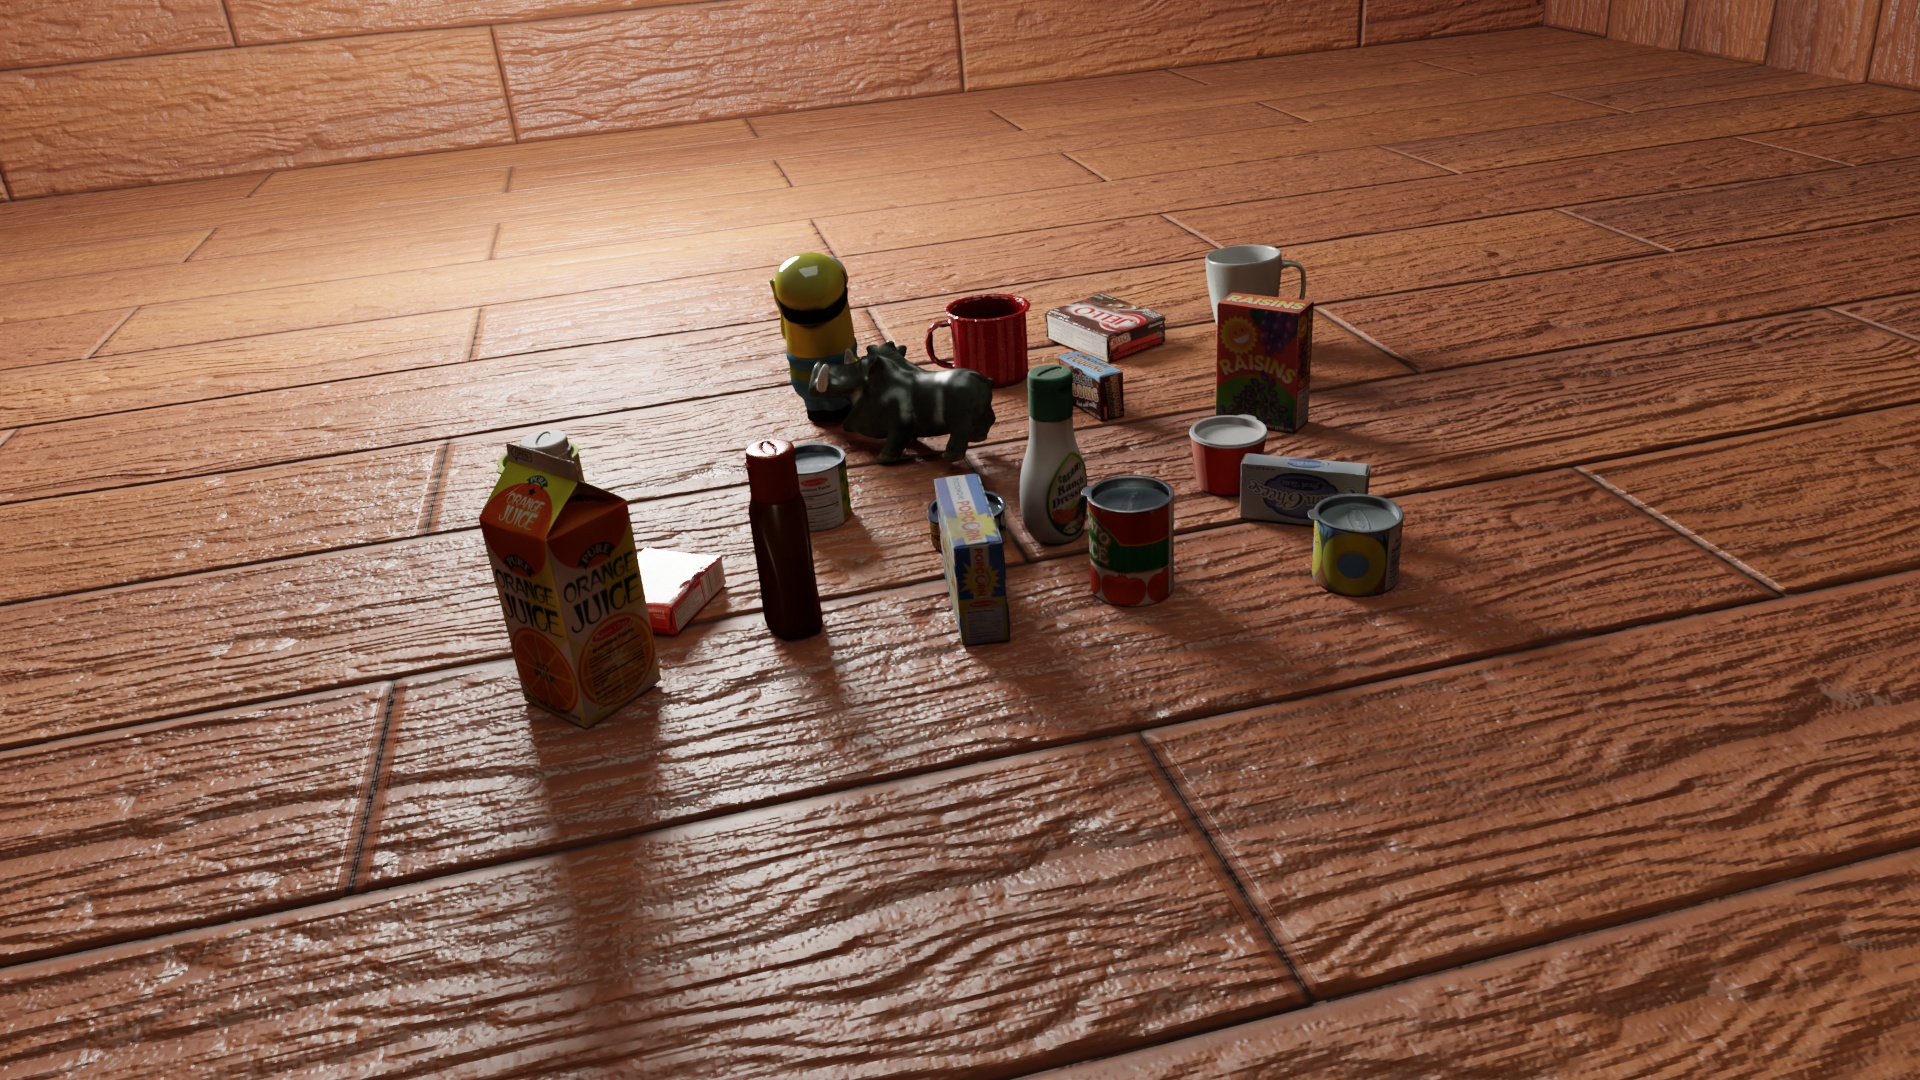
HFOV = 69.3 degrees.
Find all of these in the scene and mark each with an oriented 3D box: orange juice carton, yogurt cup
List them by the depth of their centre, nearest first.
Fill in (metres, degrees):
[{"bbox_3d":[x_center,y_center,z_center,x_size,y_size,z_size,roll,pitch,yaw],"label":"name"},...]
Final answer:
[{"bbox_3d":[-0.274,0.026,0.969,0.072,0.191,0.073,15,33,34],"label":"orange juice carton"},{"bbox_3d":[0.239,-0.075,1.239,0.072,0.053,0.073,-4,27,2],"label":"yogurt cup"}]

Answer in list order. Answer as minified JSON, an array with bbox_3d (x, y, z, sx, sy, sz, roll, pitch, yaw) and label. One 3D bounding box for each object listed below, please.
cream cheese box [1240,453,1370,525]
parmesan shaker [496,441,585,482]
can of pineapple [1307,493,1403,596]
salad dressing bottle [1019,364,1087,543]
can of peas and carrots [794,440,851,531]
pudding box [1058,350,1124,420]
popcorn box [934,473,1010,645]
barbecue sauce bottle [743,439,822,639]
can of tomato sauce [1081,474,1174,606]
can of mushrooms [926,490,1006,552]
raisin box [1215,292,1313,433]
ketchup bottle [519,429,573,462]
[{"bbox_3d":[0.288,-0.041,1.165,0.104,0.053,0.024,7,29,21],"label":"cream cheese box"},{"bbox_3d":[-0.349,-0.024,1.176,0.071,0.102,0.071,-4,27,2],"label":"parmesan shaker"},{"bbox_3d":[0.304,0.003,1.073,0.071,0.057,0.071,-4,27,2],"label":"can of pineapple"},{"bbox_3d":[0.077,-0.071,1.154,0.064,0.147,0.044,-27,34,-37],"label":"salad dressing bottle"},{"bbox_3d":[-0.132,-0.049,1.239,0.071,0.058,0.071,-4,27,2],"label":"can of peas and carrots"},{"bbox_3d":[0.134,-0.160,1.425,0.030,0.049,0.084,-16,29,-22],"label":"pudding box"},{"bbox_3d":[0.008,0.012,1.069,0.038,0.084,0.127,-7,27,-5],"label":"popcorn box"},{"bbox_3d":[-0.135,-0.002,1.051,0.044,0.147,0.065,-14,28,-17],"label":"barbecue sauce bottle"},{"bbox_3d":[0.131,0.000,1.077,0.071,0.082,0.071,-4,27,2],"label":"can of tomato sauce"},{"bbox_3d":[0.004,-0.015,1.179,0.071,0.033,0.071,-4,27,2],"label":"can of mushrooms"},{"bbox_3d":[0.294,-0.173,1.346,0.086,0.122,0.040,14,32,32],"label":"raisin box"},{"bbox_3d":[-0.314,-0.013,1.098,0.043,0.148,0.065,-5,27,-2],"label":"ketchup bottle"}]
